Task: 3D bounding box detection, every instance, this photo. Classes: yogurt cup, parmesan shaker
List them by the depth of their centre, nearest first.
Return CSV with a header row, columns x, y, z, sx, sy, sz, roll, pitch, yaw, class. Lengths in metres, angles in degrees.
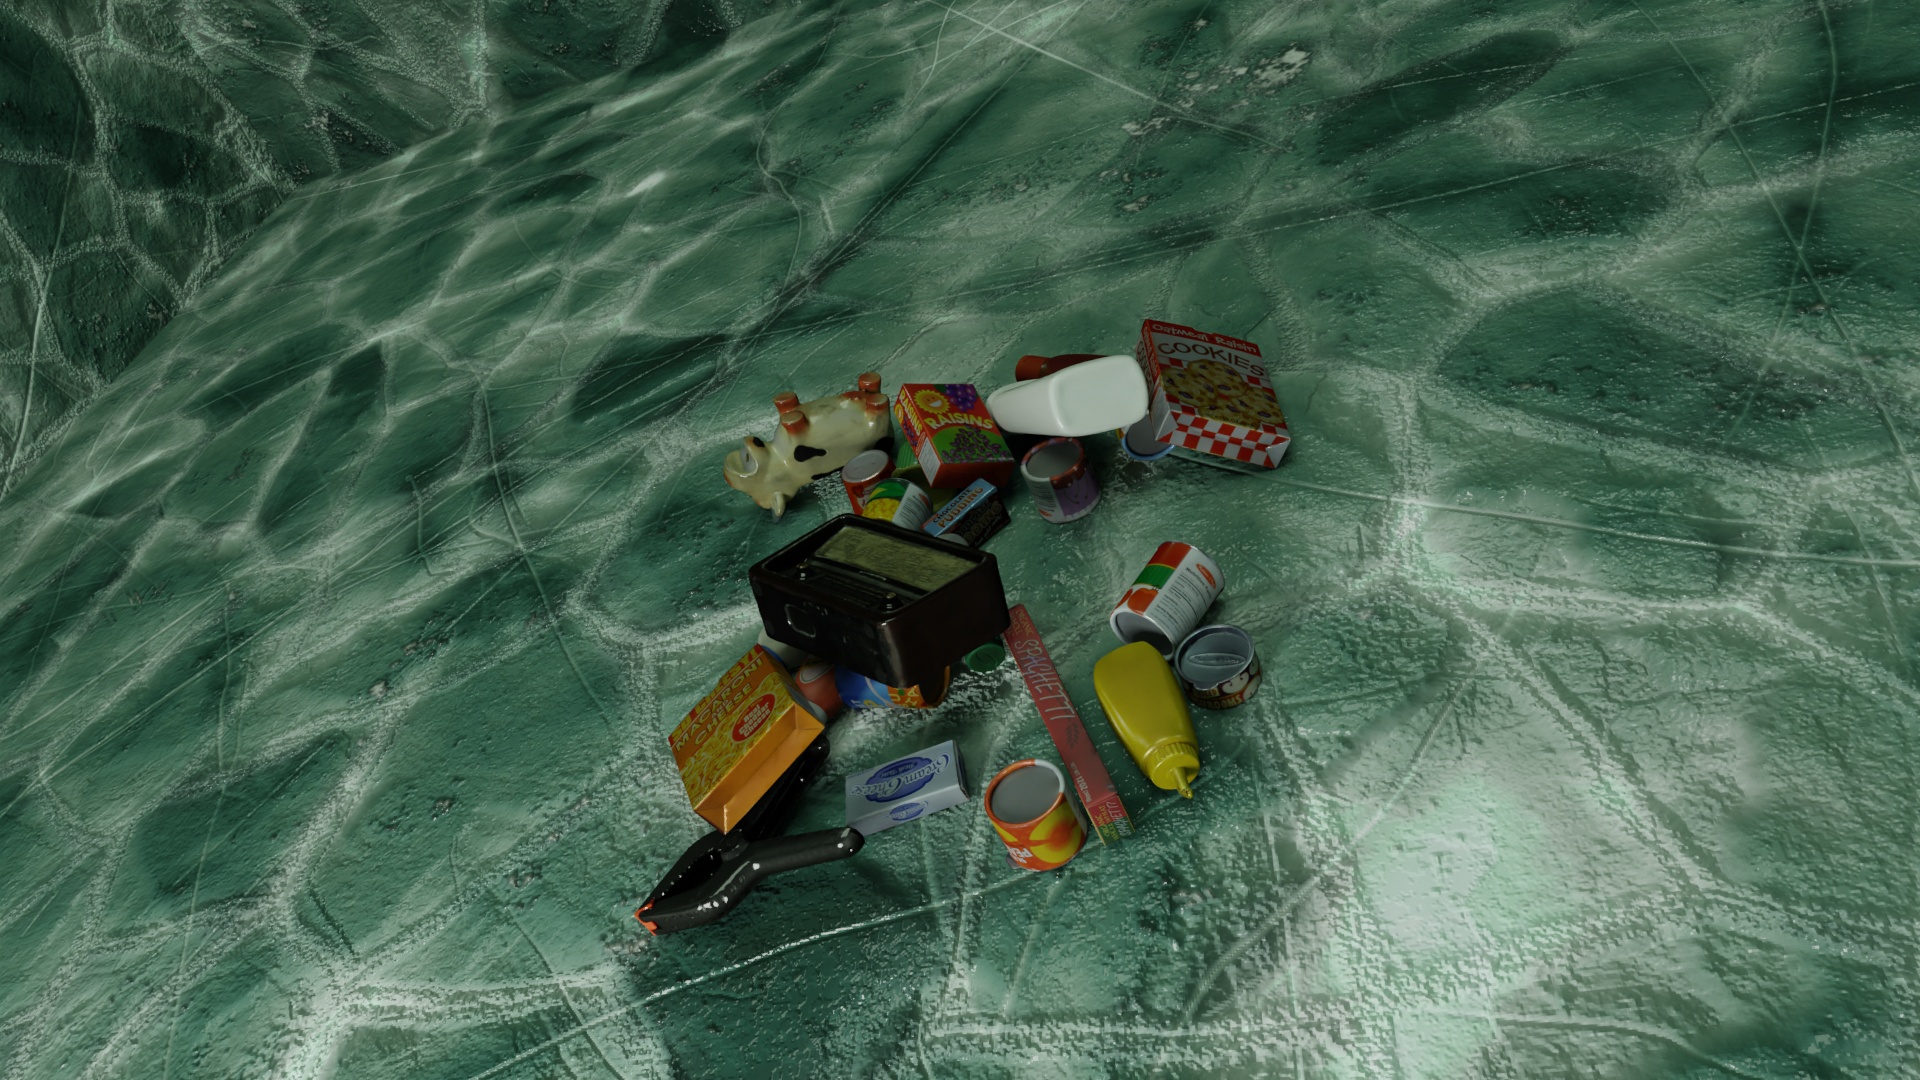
x,y,z,sx,sy,sz,roll,pitch,yaw,class
-0.035,-0.087,1.465,0.071,0.071,0.103,-14,39,16,parmesan shaker
-0.092,-0.060,1.481,0.072,0.053,0.073,-16,37,13,yogurt cup

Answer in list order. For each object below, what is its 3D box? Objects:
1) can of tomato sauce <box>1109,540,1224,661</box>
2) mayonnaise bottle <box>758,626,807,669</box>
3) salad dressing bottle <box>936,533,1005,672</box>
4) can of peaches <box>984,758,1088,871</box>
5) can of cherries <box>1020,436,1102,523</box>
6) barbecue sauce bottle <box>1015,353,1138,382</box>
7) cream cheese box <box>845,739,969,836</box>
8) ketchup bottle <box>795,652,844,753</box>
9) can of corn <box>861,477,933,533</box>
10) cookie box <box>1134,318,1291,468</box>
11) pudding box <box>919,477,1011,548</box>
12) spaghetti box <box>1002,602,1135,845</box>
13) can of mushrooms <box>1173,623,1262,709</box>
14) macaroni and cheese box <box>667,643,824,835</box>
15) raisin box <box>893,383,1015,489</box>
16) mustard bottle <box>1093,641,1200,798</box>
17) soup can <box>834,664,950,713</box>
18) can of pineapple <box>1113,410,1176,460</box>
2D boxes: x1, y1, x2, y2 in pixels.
x,y,z,sx,sy,sz,roll,pitch,yaw,class
0.174,0.052,1.179,0.071,0.071,0.083,13,52,41,can of tomato sauce
-0.160,0.089,1.355,0.065,0.041,0.149,13,53,43,mayonnaise bottle
0.004,0.057,1.282,0.044,0.064,0.148,-39,42,16,salad dressing bottle
0.056,0.211,1.064,0.071,0.057,0.071,-16,38,13,can of peaches
0.101,-0.062,1.365,0.071,0.058,0.072,-17,38,14,can of cherries
0.125,-0.175,1.500,0.148,0.043,0.065,15,53,42,barbecue sauce bottle
-0.046,0.207,1.158,0.104,0.024,0.053,-20,38,8,cream cheese box
-0.124,0.129,1.282,0.064,0.043,0.149,-6,41,34,ketchup bottle
-0.069,-0.019,1.410,0.071,0.071,0.058,-4,42,27,can of corn
0.241,-0.146,1.346,0.123,0.040,0.168,12,38,-11,cookie box
0.005,-0.017,1.376,0.084,0.049,0.030,-39,40,-17,pudding box
0.082,0.143,1.137,0.029,0.050,0.251,-25,36,0,spaghetti box
0.208,0.104,1.123,0.071,0.033,0.071,-16,38,13,can of mushrooms
-0.193,0.168,1.222,0.124,0.040,0.167,-47,24,-4,macaroni and cheese box
-0.007,-0.108,1.420,0.086,0.039,0.124,-3,47,-27,raisin box
0.152,0.148,1.091,0.065,0.048,0.161,-24,37,5,mustard bottle
-0.060,0.120,1.240,0.083,0.071,0.072,-2,43,28,soup can
0.184,-0.120,1.379,0.071,0.070,0.058,-23,43,5,can of pineapple
